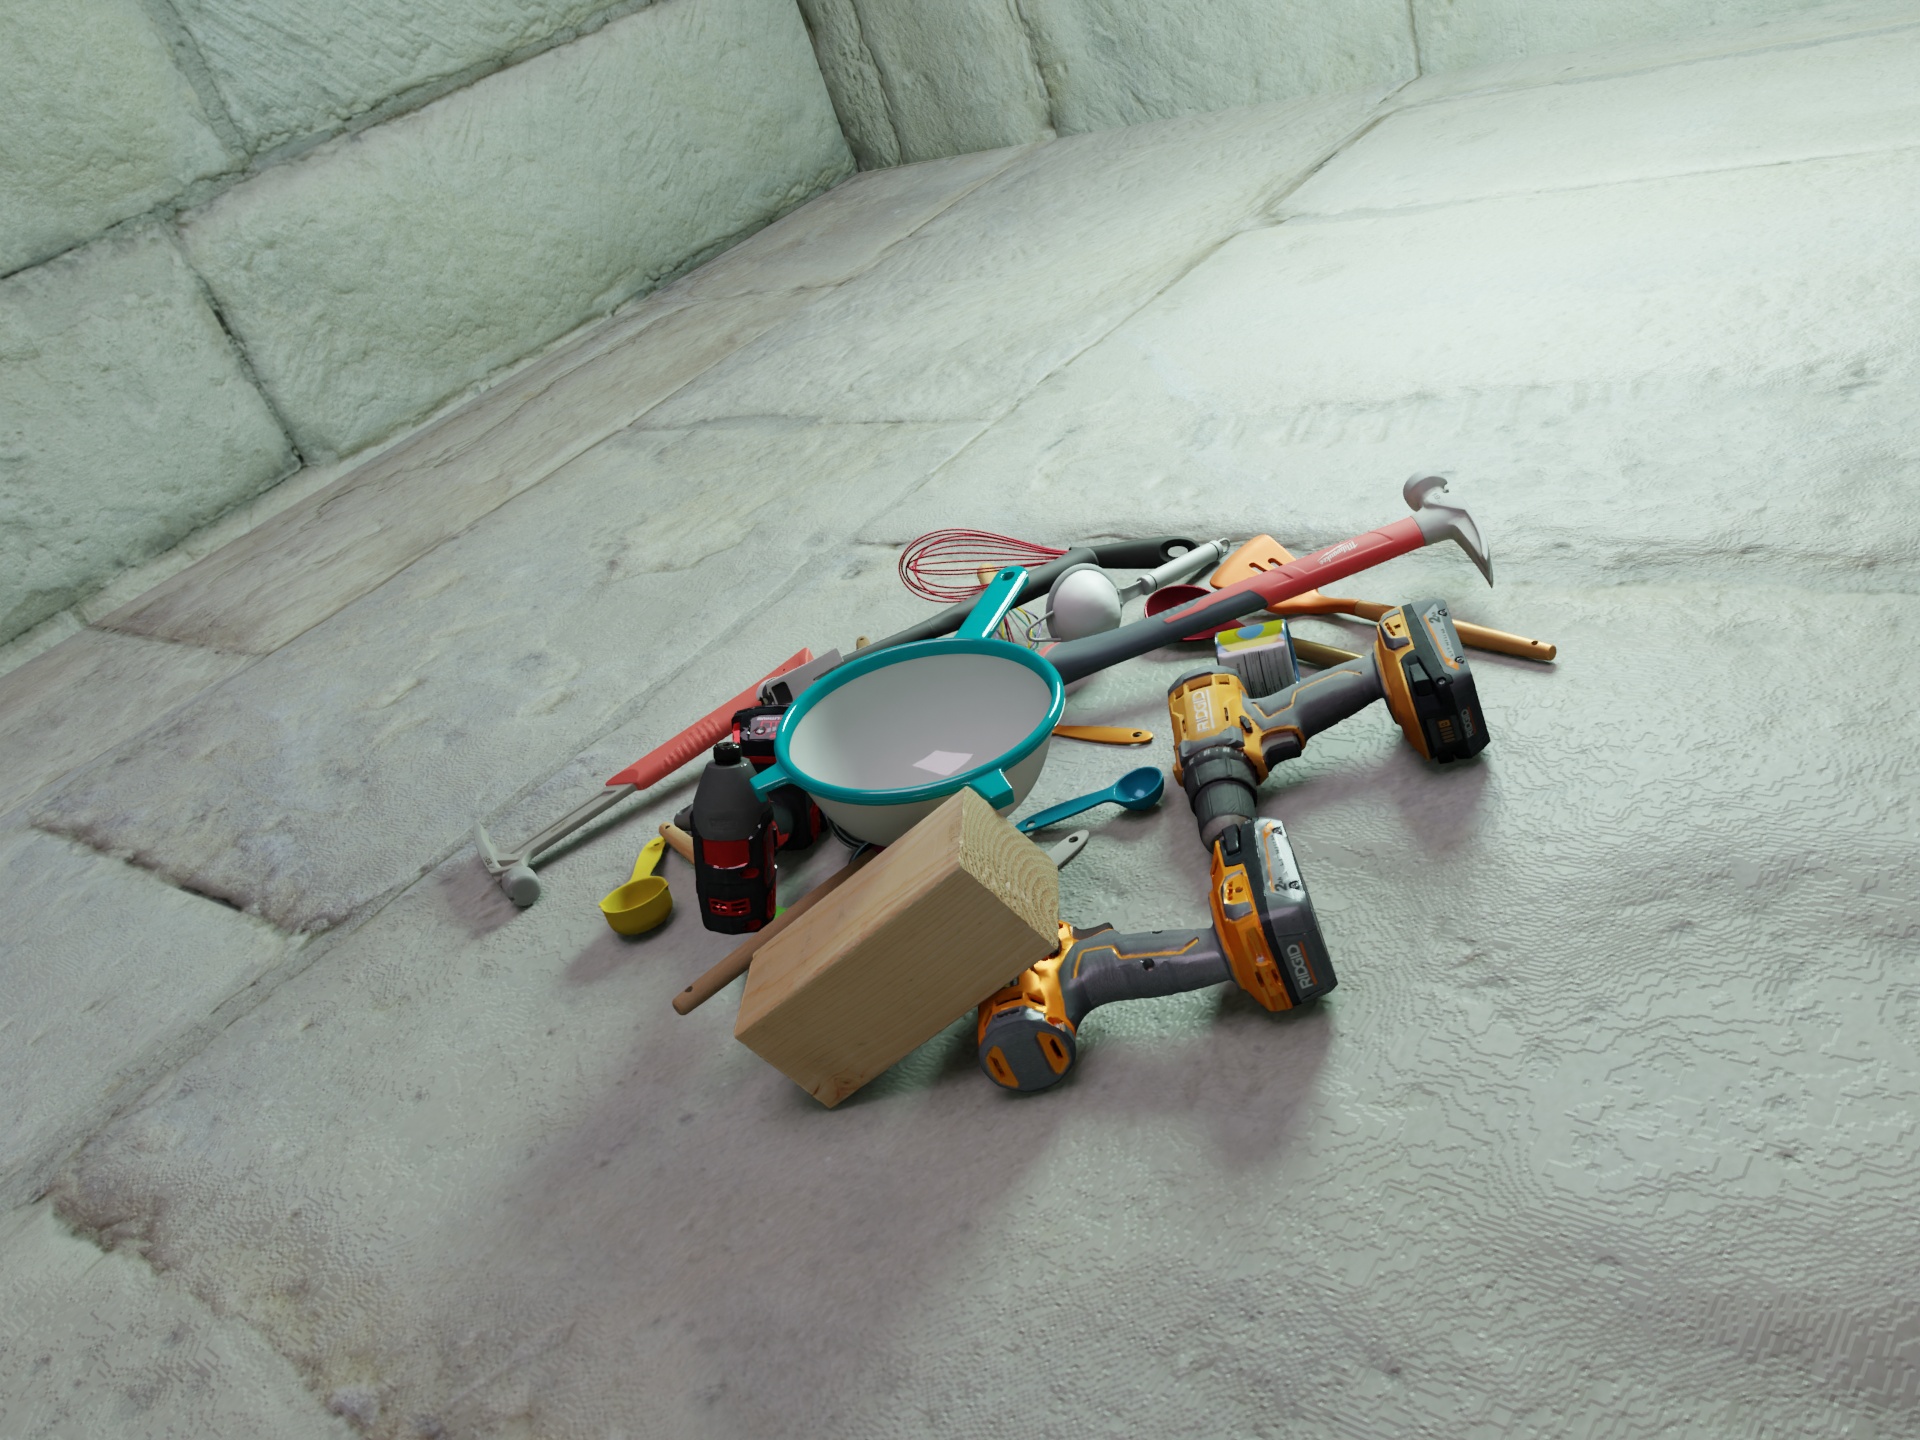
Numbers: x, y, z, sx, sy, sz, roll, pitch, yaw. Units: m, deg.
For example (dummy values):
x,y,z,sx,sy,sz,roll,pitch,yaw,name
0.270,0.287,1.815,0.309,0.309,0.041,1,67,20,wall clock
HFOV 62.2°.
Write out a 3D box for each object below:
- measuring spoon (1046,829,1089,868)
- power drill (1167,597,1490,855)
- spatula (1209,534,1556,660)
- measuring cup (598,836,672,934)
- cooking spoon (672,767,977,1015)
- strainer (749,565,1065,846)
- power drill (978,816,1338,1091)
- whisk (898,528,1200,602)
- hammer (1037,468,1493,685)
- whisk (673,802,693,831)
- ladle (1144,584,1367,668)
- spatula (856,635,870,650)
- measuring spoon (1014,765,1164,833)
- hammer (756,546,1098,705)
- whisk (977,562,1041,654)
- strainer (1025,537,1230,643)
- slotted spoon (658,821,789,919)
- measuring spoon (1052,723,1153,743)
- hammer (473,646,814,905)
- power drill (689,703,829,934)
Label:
x,y,z,sx,sy,sz,roll,pitch,yaw,name
0.051,0.114,1.198,0.124,0.018,0.034,-36,32,-27,measuring spoon
0.267,0.010,1.175,0.226,0.084,0.186,-17,36,15,power drill
0.352,-0.096,1.335,0.081,0.041,0.323,-41,36,-22,spatula
-0.267,0.140,1.363,0.062,0.029,0.157,-17,17,4,measuring cup
-0.081,0.114,1.160,0.319,0.017,0.069,-37,32,-28,cooking spoon
-0.002,-0.004,1.205,0.211,0.095,0.340,1,32,22,strainer
0.117,0.144,1.045,0.226,0.084,0.164,-20,29,11,power drill
0.087,-0.155,1.534,0.296,0.073,0.073,-4,29,-6,whisk
0.250,-0.097,1.349,0.386,0.038,0.143,-21,39,7,hammer
-0.147,0.061,1.392,0.239,0.055,0.055,-17,29,17,whisk
0.277,-0.065,1.345,0.069,0.031,0.316,-41,36,-22,ladle
-0.081,-0.035,1.480,0.082,0.044,0.318,-15,22,-3,spatula
0.102,0.071,1.246,0.128,0.021,0.042,-21,28,18,measuring spoon
-0.015,-0.087,1.418,0.335,0.035,0.146,-25,4,-25,hammer
0.040,-0.105,1.555,0.051,0.047,0.245,-10,24,-4,whisk
0.168,-0.124,1.476,0.258,0.086,0.050,-28,20,-34,strainer
-0.182,0.138,1.295,0.070,0.031,0.314,-31,30,-22,slotted spoon
0.112,0.008,1.344,0.117,0.011,0.021,5,38,39,measuring spoon
-0.288,0.039,1.499,0.359,0.036,0.149,-34,32,-13,hammer
-0.159,0.063,1.249,0.078,0.143,0.220,-1,16,6,power drill
